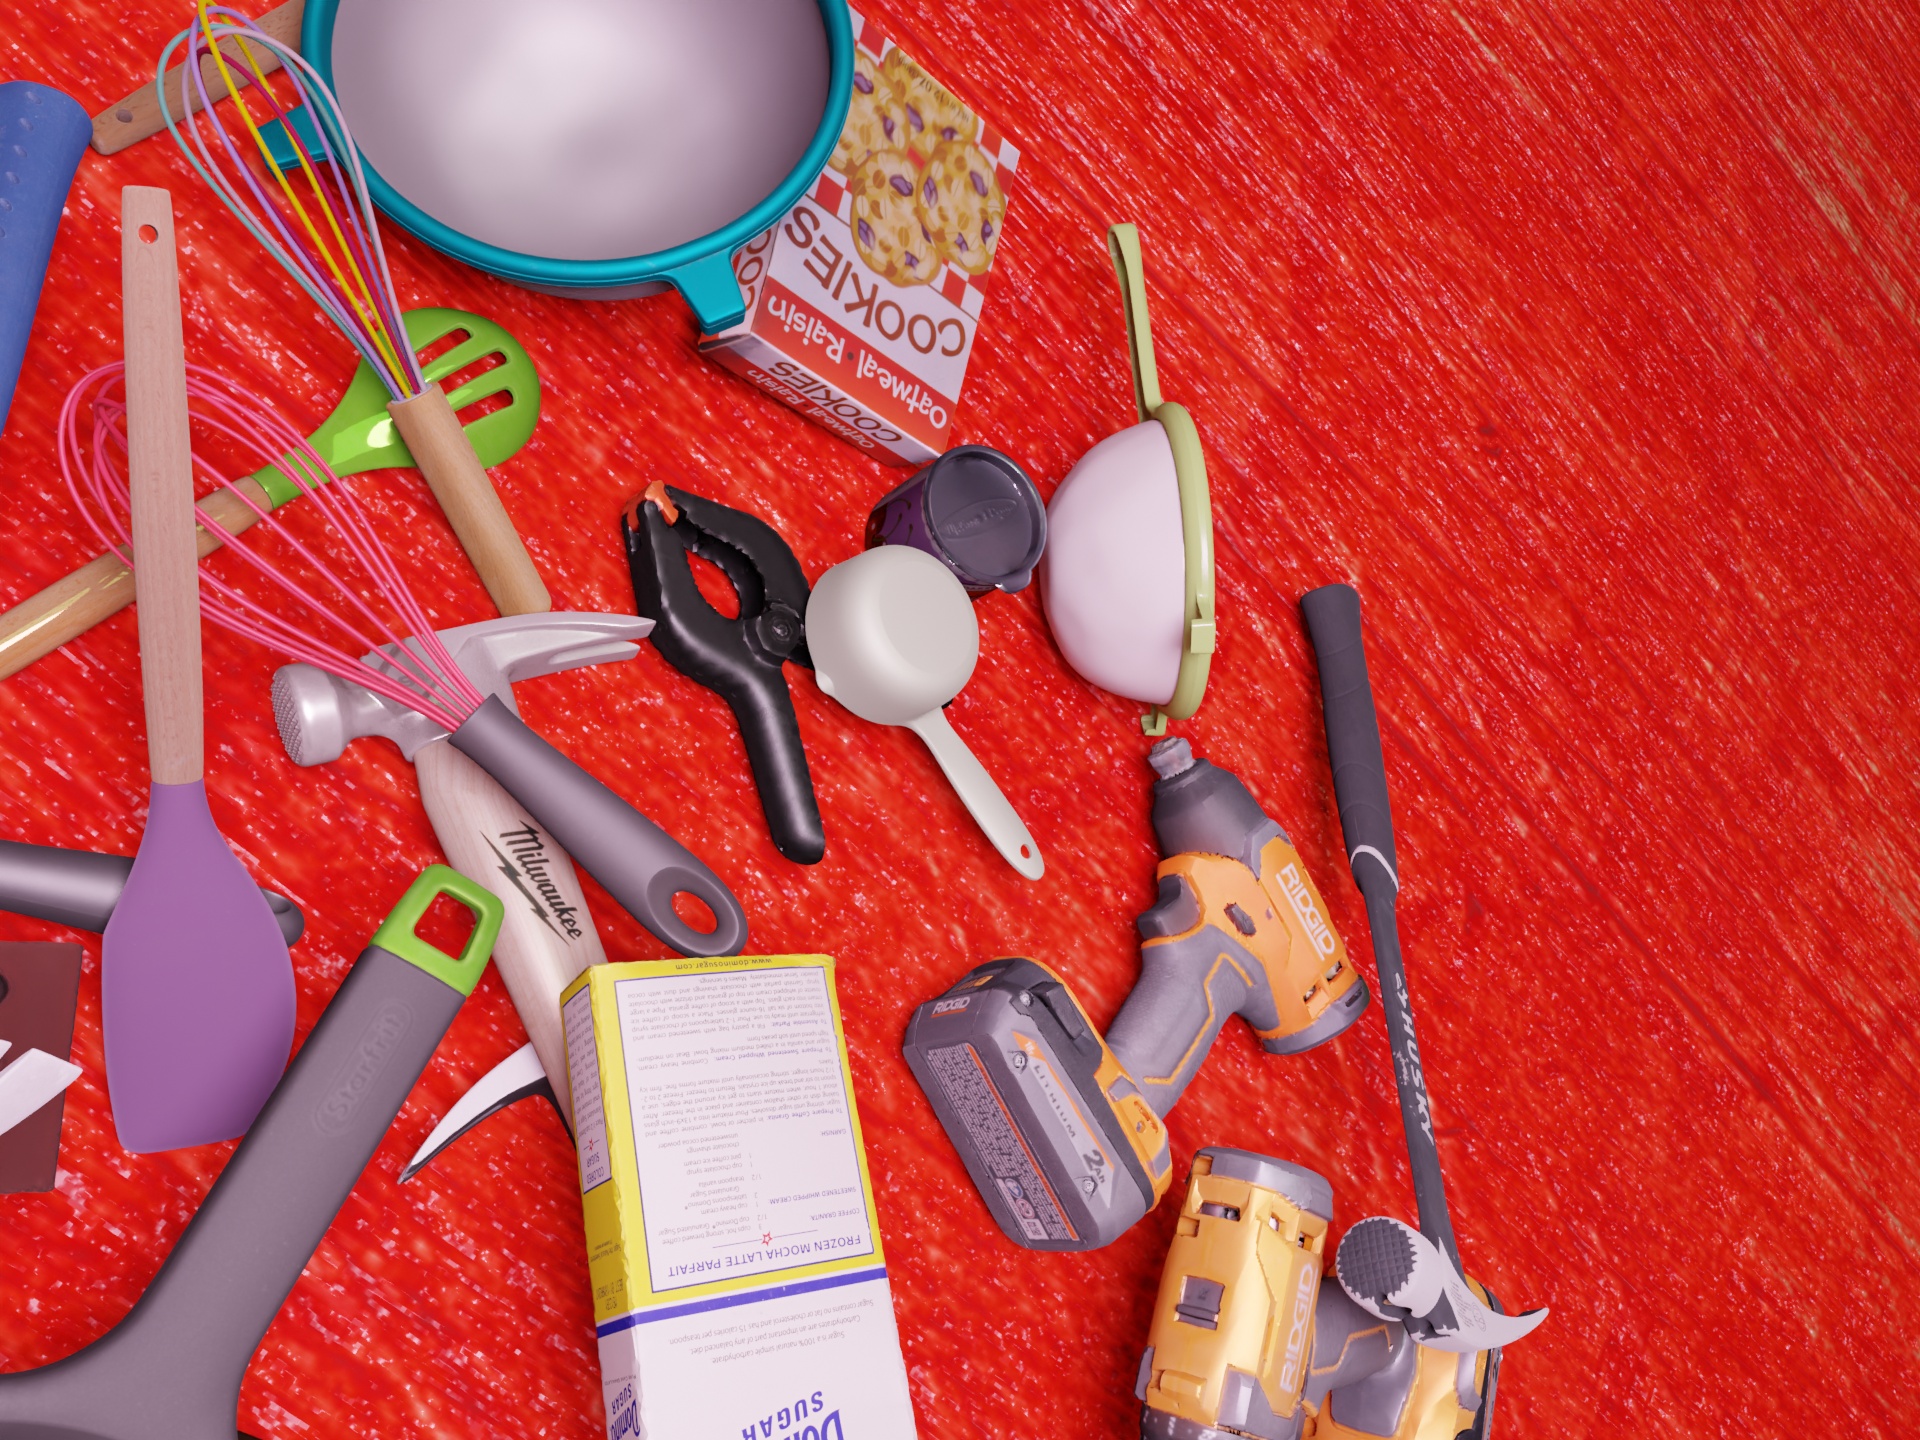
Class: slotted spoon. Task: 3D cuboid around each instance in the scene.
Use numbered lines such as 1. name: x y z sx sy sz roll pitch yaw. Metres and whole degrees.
1. slotted spoon: -0.278 -0.068 0.584 0.314 0.031 0.070 -42 105 -31

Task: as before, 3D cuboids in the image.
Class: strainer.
1. strainer: 0.068 -0.124 0.768 0.069 0.151 0.256 -4 75 -3
2. strainer: -0.132 -0.311 0.678 0.211 0.095 0.340 19 72 -2

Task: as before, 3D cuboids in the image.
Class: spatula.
1. spatula: -0.251 -0.006 0.512 0.059 0.018 0.315 -5 107 -29
2. spatula: -0.234 -0.317 0.681 0.082 0.044 0.317 50 62 -12

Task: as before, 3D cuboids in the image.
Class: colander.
1. colander: -0.260 0.221 0.476 0.204 0.094 0.397 36 61 -19

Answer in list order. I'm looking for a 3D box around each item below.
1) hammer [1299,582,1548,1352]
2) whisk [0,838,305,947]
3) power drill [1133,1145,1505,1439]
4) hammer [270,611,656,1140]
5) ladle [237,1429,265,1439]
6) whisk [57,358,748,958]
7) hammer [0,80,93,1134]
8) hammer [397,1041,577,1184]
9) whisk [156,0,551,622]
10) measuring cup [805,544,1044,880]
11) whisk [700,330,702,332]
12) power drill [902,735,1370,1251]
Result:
1. hammer: 0.205 0.093 0.763 0.149 0.036 0.409 39 39 -39
2. whisk: -0.328 0.045 0.503 0.238 0.055 0.055 18 68 -36
3. power drill: 0.149 0.299 0.681 0.226 0.084 0.185 36 62 -43
4. hammer: -0.111 0.147 0.573 0.146 0.038 0.411 -15 73 -34
5. ladle: -0.135 0.306 0.557 0.320 0.062 0.078 33 58 -18
6. whisk: -0.187 -0.014 0.558 0.295 0.073 0.073 43 59 -11
7. hammer: -0.304 -0.049 0.472 0.035 0.144 0.406 53 24 -56
8. hammer: -0.082 0.261 0.571 0.146 0.035 0.335 -17 73 -33
9. whisk: -0.214 -0.138 0.584 0.051 0.047 0.244 -37 123 -26
10. measuring cup: -0.001 -0.002 0.695 0.167 0.038 0.083 56 47 -8
11. whisk: -0.086 -0.300 0.749 0.070 0.070 0.285 16 74 -28
12. power drill: 0.084 0.115 0.731 0.226 0.084 0.164 -31 95 -38
